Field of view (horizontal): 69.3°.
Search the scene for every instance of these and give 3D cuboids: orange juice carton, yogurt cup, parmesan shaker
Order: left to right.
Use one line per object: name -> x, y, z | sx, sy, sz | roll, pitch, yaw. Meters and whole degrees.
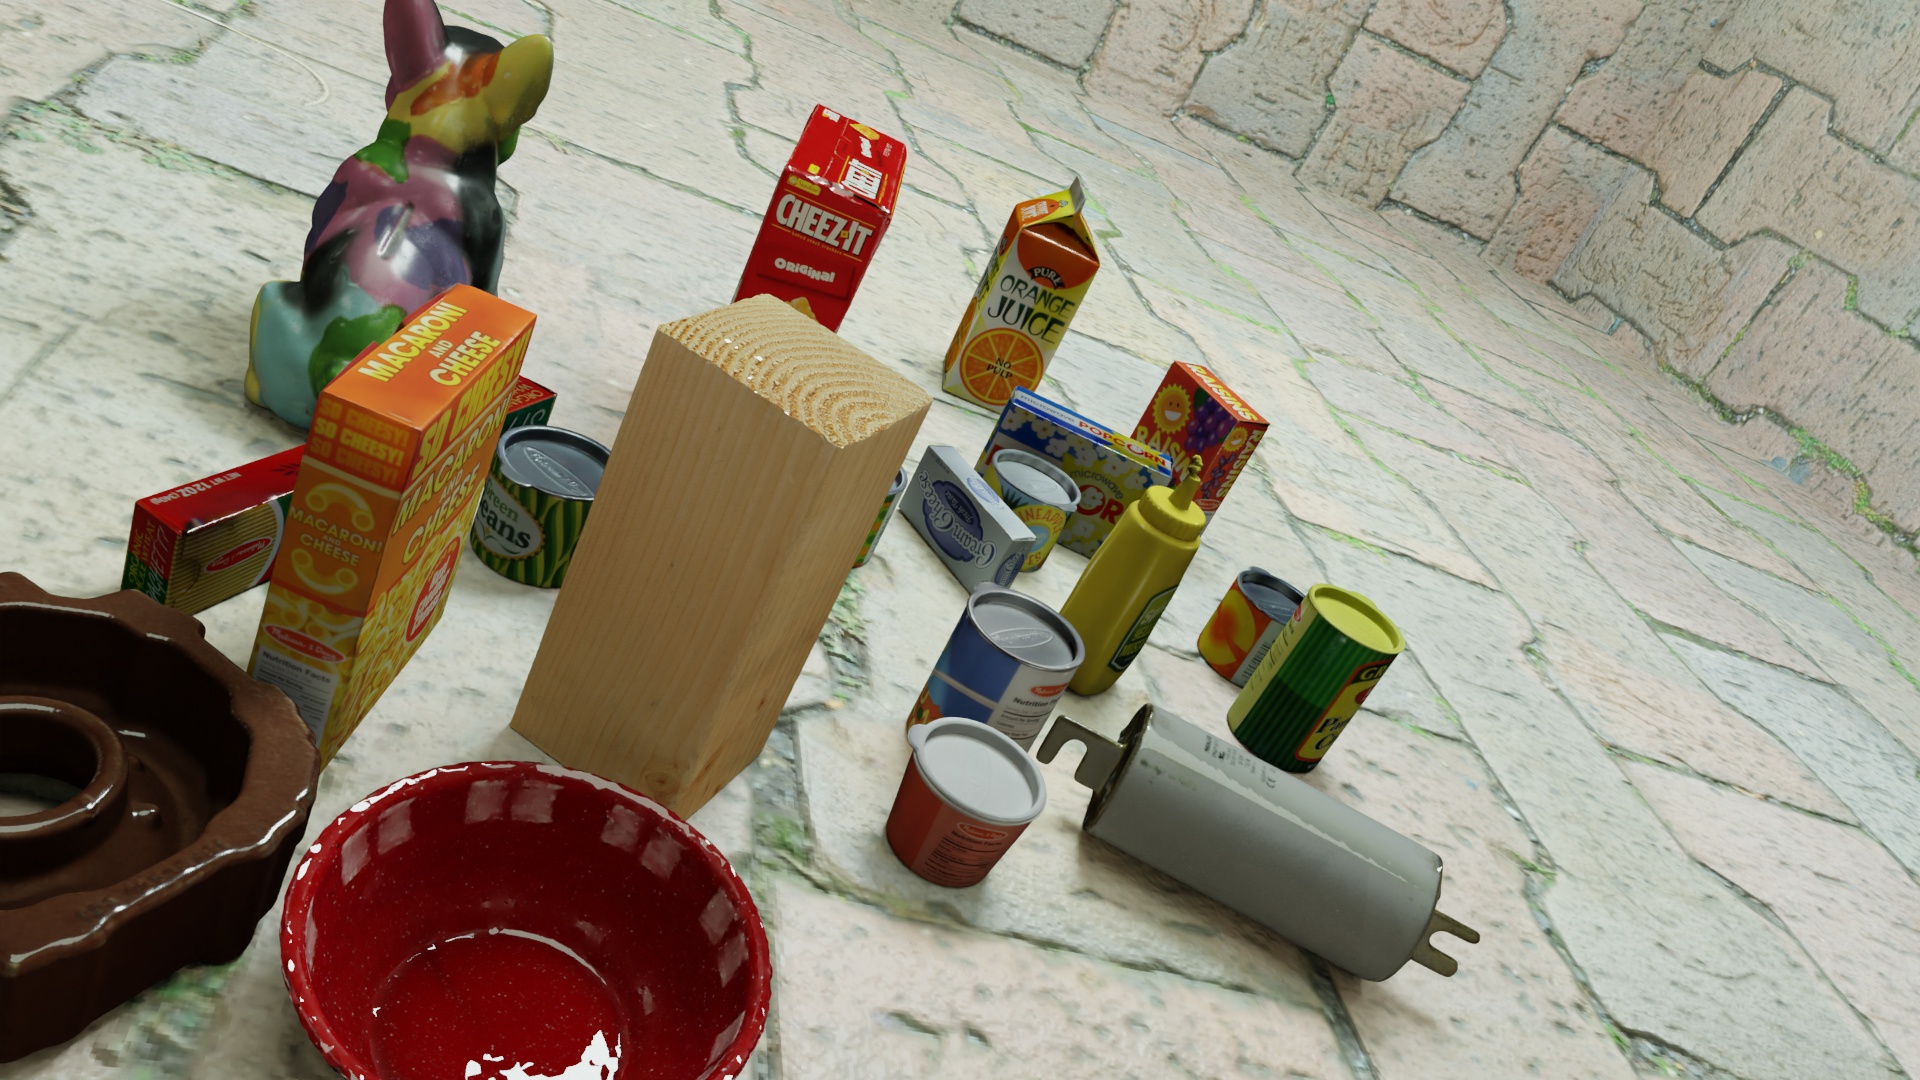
yogurt cup -> 0.000, 0.126, 0.656 | 0.072, 0.053, 0.073 | 21, 27, -11
orange juice carton -> 0.056, -0.203, 1.132 | 0.073, 0.191, 0.072 | 21, 27, -11
parmesan shaker -> 0.222, 0.086, 0.872 | 0.071, 0.102, 0.071 | 21, 27, -12

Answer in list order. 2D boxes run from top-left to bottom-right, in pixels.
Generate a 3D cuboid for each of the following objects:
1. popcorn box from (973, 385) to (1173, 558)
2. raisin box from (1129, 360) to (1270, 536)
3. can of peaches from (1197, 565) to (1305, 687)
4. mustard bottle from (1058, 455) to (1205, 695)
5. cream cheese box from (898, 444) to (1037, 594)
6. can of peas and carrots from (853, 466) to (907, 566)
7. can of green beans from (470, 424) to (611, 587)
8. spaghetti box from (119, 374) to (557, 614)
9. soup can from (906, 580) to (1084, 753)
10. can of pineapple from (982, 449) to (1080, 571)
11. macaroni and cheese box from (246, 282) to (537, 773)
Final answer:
popcorn box -> 0.076, -0.045, 0.990 | 0.127, 0.084, 0.038 | 25, 27, -5
raisin box -> 0.171, -0.063, 1.067 | 0.040, 0.122, 0.086 | 4, 35, -38
can of peaches -> 0.203, 0.061, 0.949 | 0.071, 0.057, 0.071 | 21, 27, -11
mustard bottle -> 0.104, 0.019, 0.821 | 0.049, 0.159, 0.065 | 38, 28, 21
cream cheese box -> 0.003, -0.011, 0.901 | 0.024, 0.053, 0.104 | 1, 37, -42
can of peas and carrots -> -0.076, -0.026, 0.850 | 0.071, 0.058, 0.071 | 21, 27, -11
can of green beans -> -0.212, -0.018, 0.713 | 0.071, 0.057, 0.071 | 21, 27, -11
spaghetti box -> -0.287, -0.030, 0.675 | 0.029, 0.050, 0.251 | 31, 27, 8
soup can -> 0.016, 0.075, 0.726 | 0.071, 0.083, 0.072 | 21, 27, -11
can of pineapple -> 0.040, -0.019, 0.944 | 0.071, 0.057, 0.071 | 21, 27, -11
macaroni and cheese box -> -0.231, -0.008, 0.559 | 0.040, 0.165, 0.124 | 23, 27, -8
